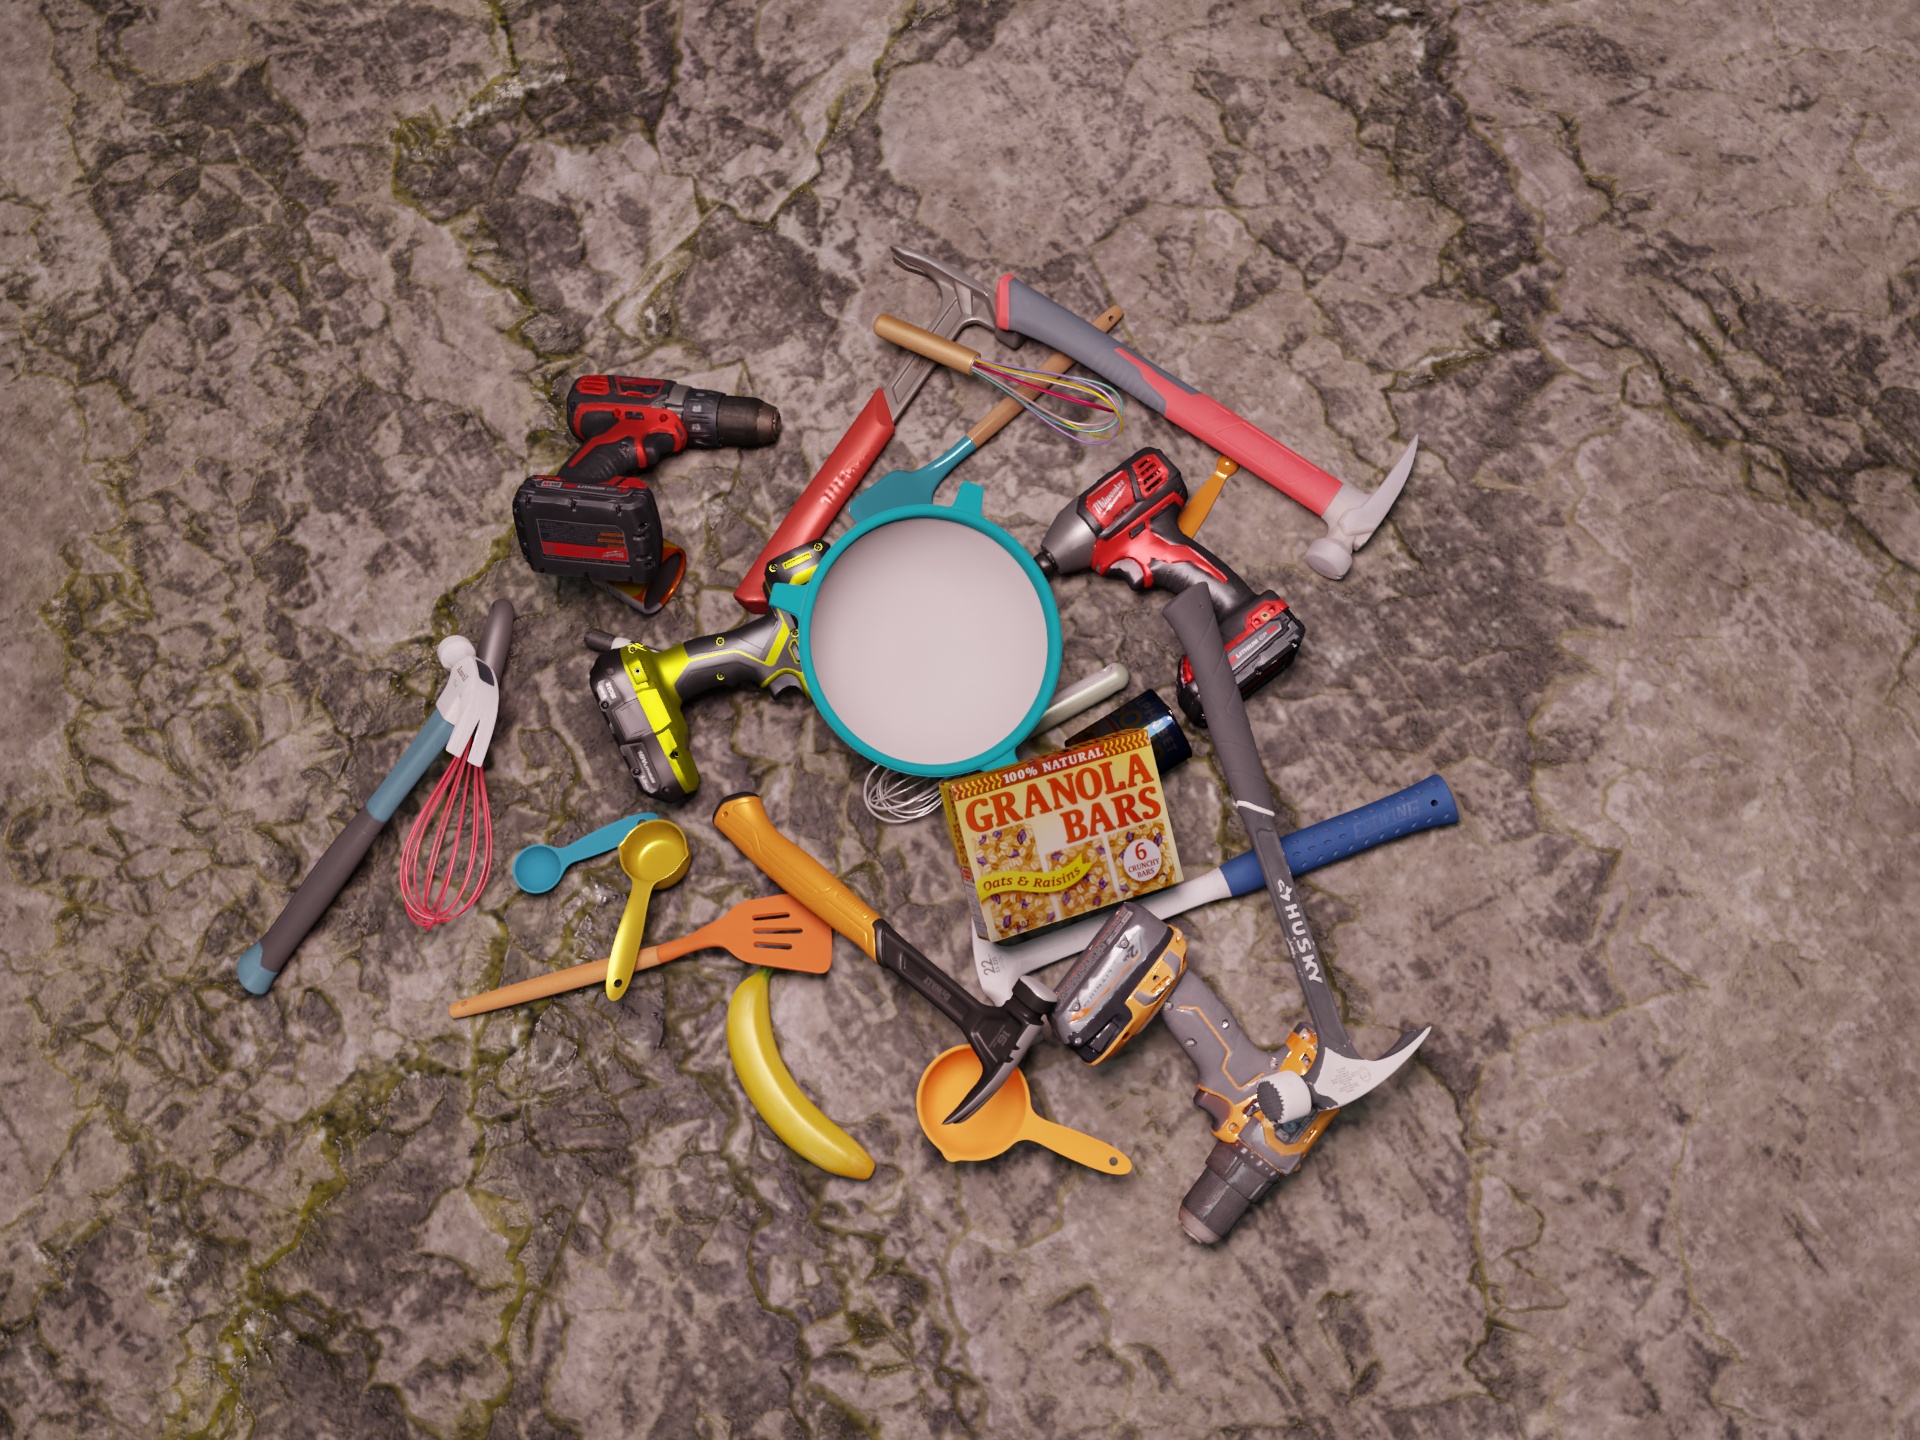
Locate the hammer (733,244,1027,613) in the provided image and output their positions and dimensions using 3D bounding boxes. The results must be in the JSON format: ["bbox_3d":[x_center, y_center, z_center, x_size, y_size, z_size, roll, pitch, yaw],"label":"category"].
[{"bbox_3d":[-0.093,-0.250,1.402,0.149,0.036,0.359,32,80,12],"label":"hammer"}]

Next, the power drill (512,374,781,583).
[{"bbox_3d":[-0.264,-0.216,1.348,0.188,0.080,0.227,6,43,6],"label":"power drill"}]

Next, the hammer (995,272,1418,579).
[{"bbox_3d":[0.201,-0.282,1.366,0.386,0.038,0.143,34,79,7],"label":"hammer"}]

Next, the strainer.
[{"bbox_3d":[-0.002,-0.004,1.270,0.211,0.095,0.340,-31,97,-17],"label":"strainer"}]

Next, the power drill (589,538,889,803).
[{"bbox_3d":[-0.171,-0.021,1.321,0.228,0.080,0.190,-25,94,-2],"label":"power drill"}]

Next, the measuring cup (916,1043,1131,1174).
[{"bbox_3d":[0.050,0.314,1.239,0.173,0.052,0.095,21,79,8],"label":"measuring cup"}]

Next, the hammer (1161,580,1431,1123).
[{"bbox_3d":[0.235,0.086,1.207,0.149,0.036,0.409,-10,76,-26],"label":"hammer"}]

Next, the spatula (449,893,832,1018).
[{"bbox_3d":[-0.264,0.203,1.303,0.322,0.041,0.081,-16,50,7],"label":"spatula"}]

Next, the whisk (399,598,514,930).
[{"bbox_3d":[-0.417,0.033,1.348,0.073,0.073,0.296,5,71,6],"label":"whisk"}]

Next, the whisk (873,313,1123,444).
[{"bbox_3d":[0.032,-0.300,1.359,0.245,0.047,0.051,27,92,17],"label":"whisk"}]

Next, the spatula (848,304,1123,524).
[{"bbox_3d":[0.033,-0.258,1.388,0.317,0.044,0.082,-44,112,-9],"label":"spatula"}]

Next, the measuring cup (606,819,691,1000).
[{"bbox_3d":[-0.260,0.157,1.301,0.062,0.029,0.157,6,64,12],"label":"measuring cup"}]

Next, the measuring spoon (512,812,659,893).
[{"bbox_3d":[-0.314,0.110,1.343,0.128,0.021,0.042,-23,73,-11],"label":"measuring spoon"}]

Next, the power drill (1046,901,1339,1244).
[{"bbox_3d":[0.170,0.270,1.209,0.226,0.084,0.185,38,86,-5],"label":"power drill"}]

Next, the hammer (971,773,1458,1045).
[{"bbox_3d":[0.201,0.128,1.281,0.405,0.035,0.144,-21,75,-1],"label":"hammer"}]

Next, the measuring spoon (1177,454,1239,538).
[{"bbox_3d":[0.205,-0.184,1.371,0.021,0.011,0.117,33,81,12],"label":"measuring spoon"}]

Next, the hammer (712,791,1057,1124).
[{"bbox_3d":[-0.082,0.168,1.256,0.337,0.034,0.127,37,97,27],"label":"hammer"}]

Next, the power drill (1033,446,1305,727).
[{"bbox_3d":[0.169,-0.109,1.320,0.143,0.078,0.220,-37,76,-5],"label":"power drill"}]

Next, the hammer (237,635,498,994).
[{"bbox_3d":[-0.492,0.087,1.318,0.331,0.033,0.128,-52,42,3],"label":"hammer"}]

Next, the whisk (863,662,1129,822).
[{"bbox_3d":[0.031,0.014,1.321,0.246,0.058,0.059,-28,110,-7],"label":"whisk"}]
